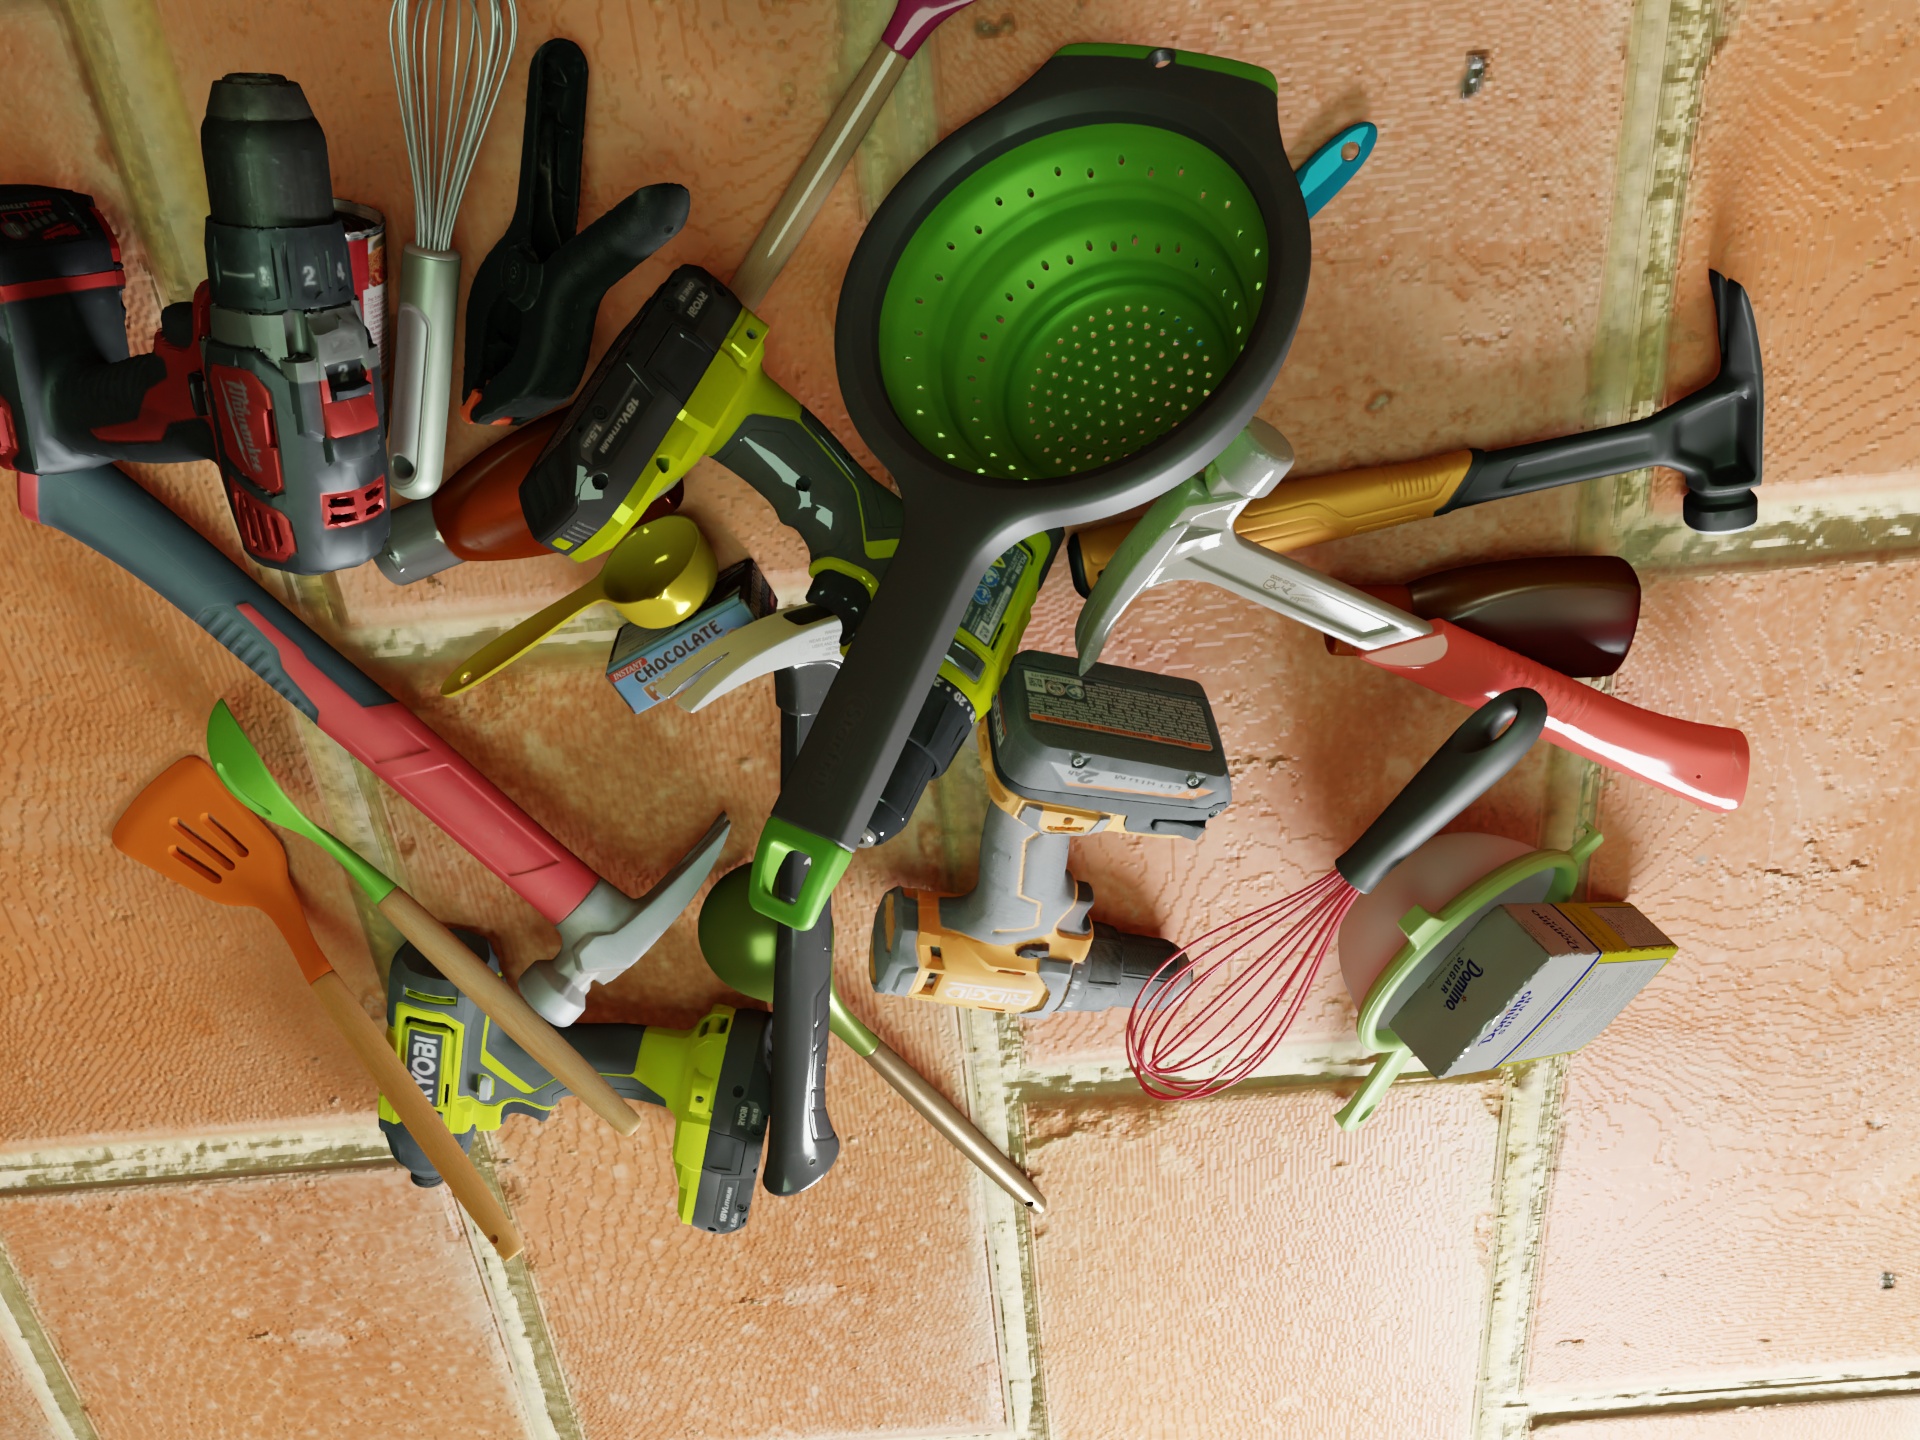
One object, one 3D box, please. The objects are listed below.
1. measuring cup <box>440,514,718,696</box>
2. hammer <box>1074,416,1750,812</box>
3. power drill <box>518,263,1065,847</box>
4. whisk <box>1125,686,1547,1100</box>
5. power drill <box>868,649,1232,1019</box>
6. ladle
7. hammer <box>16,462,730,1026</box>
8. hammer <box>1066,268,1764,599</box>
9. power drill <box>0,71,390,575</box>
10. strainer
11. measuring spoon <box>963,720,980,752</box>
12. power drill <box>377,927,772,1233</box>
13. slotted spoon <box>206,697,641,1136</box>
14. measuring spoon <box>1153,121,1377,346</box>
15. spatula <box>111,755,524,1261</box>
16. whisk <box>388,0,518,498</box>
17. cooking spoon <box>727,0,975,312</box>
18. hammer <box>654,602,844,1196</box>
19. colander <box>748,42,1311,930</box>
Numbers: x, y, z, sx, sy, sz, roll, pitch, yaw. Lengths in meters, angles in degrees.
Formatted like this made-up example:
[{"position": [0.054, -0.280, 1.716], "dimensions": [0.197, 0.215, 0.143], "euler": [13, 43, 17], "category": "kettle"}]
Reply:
[{"position": [-0.188, -0.047, 0.789], "dimensions": [0.156, 0.062, 0.029], "euler": [-30, 135, 10], "category": "measuring cup"}, {"position": [0.239, -0.021, 0.780], "dimensions": [0.359, 0.037, 0.149], "euler": [21, 131, -19], "category": "hammer"}, {"position": [-0.073, -0.071, 0.710], "dimensions": [0.228, 0.191, 0.080], "euler": [35, 154, -21], "category": "power drill"}, {"position": [0.186, 0.092, 0.805], "dimensions": [0.073, 0.073, 0.295], "euler": [32, 114, -17], "category": "whisk"}, {"position": [0.067, 0.078, 0.841], "dimensions": [0.185, 0.084, 0.226], "euler": [10, 132, -15], "category": "power drill"}, {"position": [-0.040, 0.199, 0.947], "dimensions": [0.078, 0.062, 0.319], "euler": [-31, 122, 15], "category": "ladle"}, {"position": [-0.296, -0.015, 0.808], "dimensions": [0.143, 0.038, 0.386], "euler": [-46, 107, -3], "category": "hammer"}, {"position": [0.217, -0.118, 0.776], "dimensions": [0.337, 0.034, 0.127], "euler": [-12, 119, 6], "category": "hammer"}, {"position": [-0.330, -0.170, 0.651], "dimensions": [0.227, 0.080, 0.187], "euler": [16, 119, 25], "category": "power drill"}, {"position": [0.250, 0.144, 0.908], "dimensions": [0.151, 0.069, 0.256], "euler": [-19, 143, -29], "category": "strainer"}, {"position": [-0.001, -0.003, 0.848], "dimensions": [0.124, 0.018, 0.034], "euler": [36, 116, -11], "category": "measuring spoon"}, {"position": [-0.223, 0.220, 0.930], "dimensions": [0.223, 0.080, 0.171], "euler": [12, 117, -3], "category": "power drill"}, {"position": [-0.284, 0.111, 0.840], "dimensions": [0.313, 0.070, 0.031], "euler": [46, 69, -8], "category": "slotted spoon"}, {"position": [0.141, -0.220, 0.724], "dimensions": [0.042, 0.021, 0.128], "euler": [38, 113, -20], "category": "measuring spoon"}, {"position": [-0.341, 0.163, 0.868], "dimensions": [0.081, 0.041, 0.322], "euler": [-39, 84, 18], "category": "spatula"}, {"position": [-0.231, -0.213, 0.696], "dimensions": [0.058, 0.059, 0.246], "euler": [22, 116, 16], "category": "whisk"}, {"position": [-0.043, -0.271, 0.695], "dimensions": [0.068, 0.017, 0.318], "euler": [35, 113, -6], "category": "cooking spoon"}, {"position": [-0.085, 0.102, 0.822], "dimensions": [0.146, 0.035, 0.334], "euler": [-12, 117, -36], "category": "hammer"}, {"position": [0.022, -0.091, 0.676], "dimensions": [0.205, 0.094, 0.397], "euler": [20, 81, 27], "category": "colander"}]
